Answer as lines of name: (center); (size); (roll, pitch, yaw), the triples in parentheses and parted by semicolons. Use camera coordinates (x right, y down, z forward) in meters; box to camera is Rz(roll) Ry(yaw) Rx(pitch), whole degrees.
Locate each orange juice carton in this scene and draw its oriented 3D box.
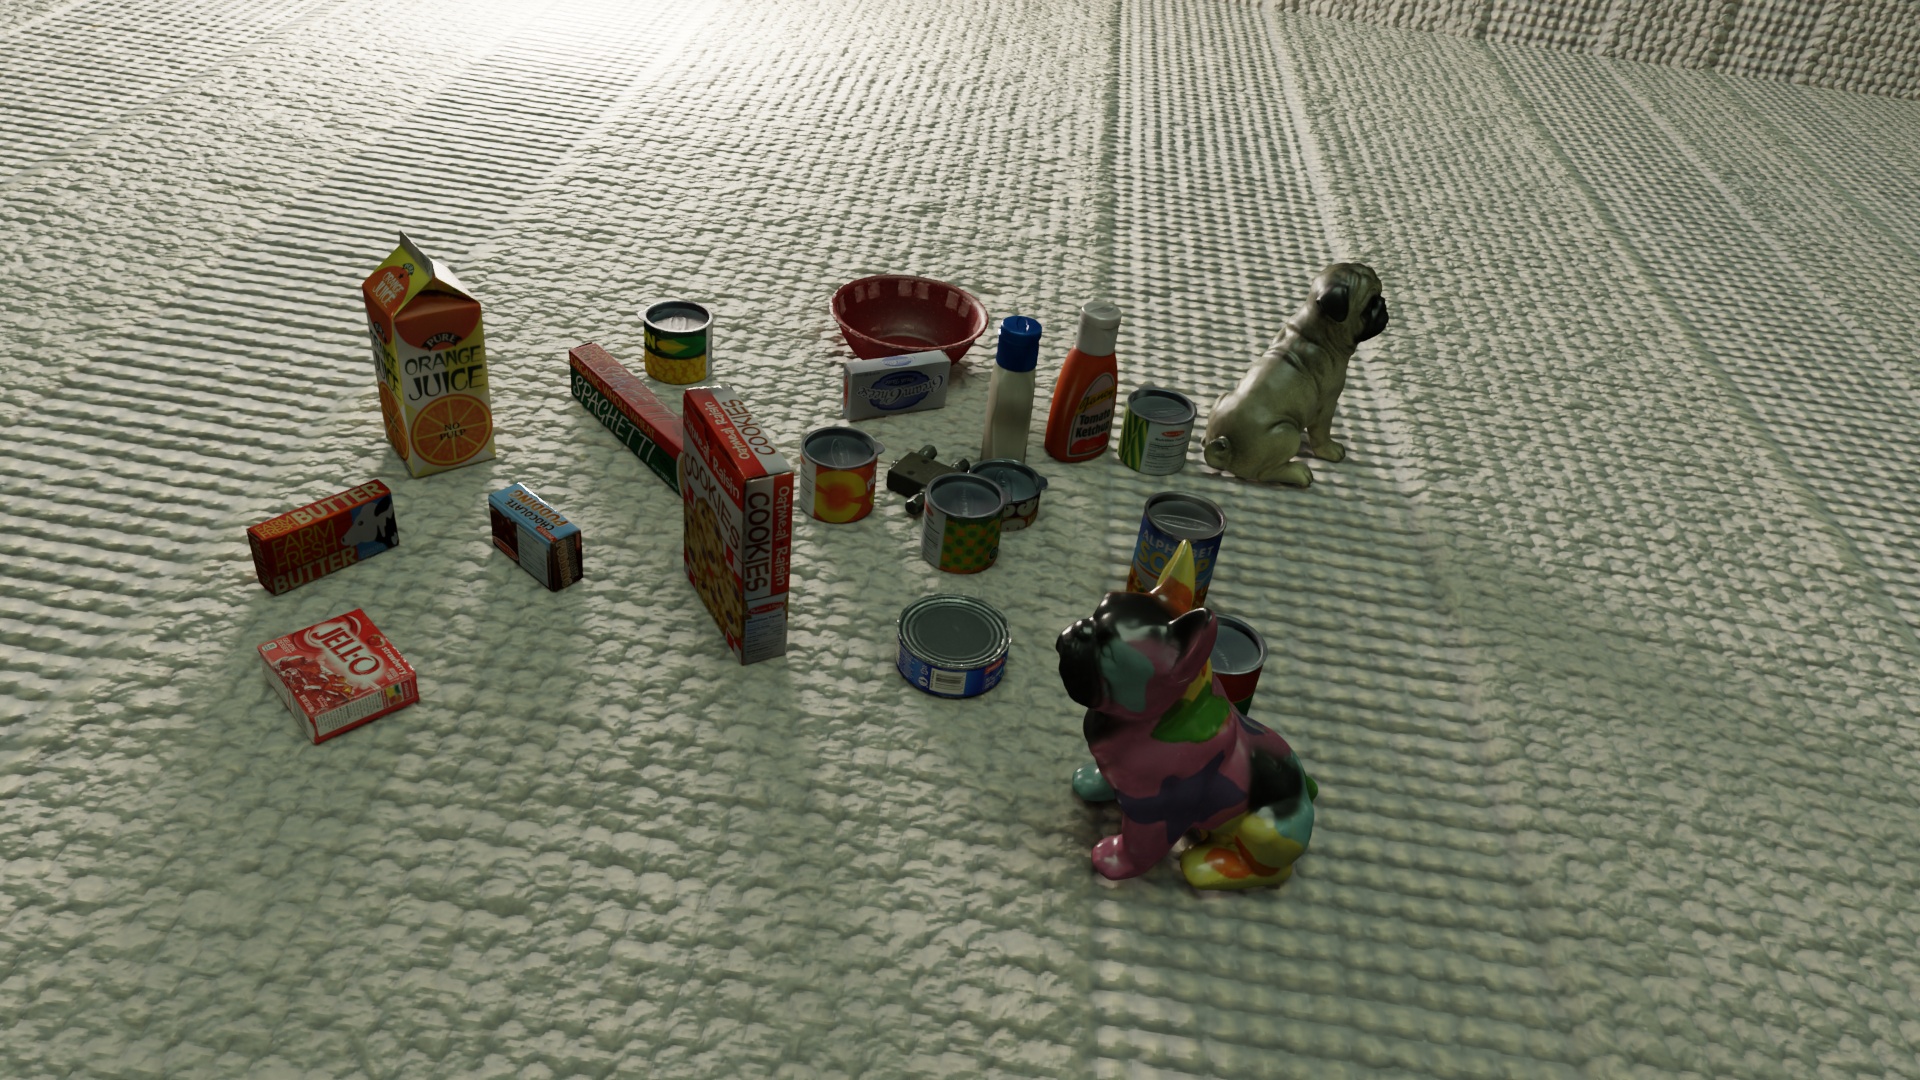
orange juice carton: (-0.438, -0.155, 1.144); (0.073, 0.191, 0.072); (-19, 44, -32)

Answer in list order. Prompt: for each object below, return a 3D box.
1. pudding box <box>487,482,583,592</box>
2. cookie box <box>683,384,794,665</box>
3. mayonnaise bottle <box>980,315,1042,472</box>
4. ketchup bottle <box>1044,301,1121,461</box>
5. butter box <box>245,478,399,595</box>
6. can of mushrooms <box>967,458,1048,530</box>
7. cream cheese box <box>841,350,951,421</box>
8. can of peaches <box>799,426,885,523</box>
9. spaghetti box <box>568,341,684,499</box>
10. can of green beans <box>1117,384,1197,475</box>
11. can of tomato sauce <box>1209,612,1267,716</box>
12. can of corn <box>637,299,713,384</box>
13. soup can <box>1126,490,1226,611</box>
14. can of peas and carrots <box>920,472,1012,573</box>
pudding box: (-0.330, -0.003, 1.077); (0.084, 0.049, 0.030); (32, 42, 29)
cookie box: (-0.166, -0.012, 1.019); (0.040, 0.166, 0.123); (-13, 41, -27)
mayonnaise bottle: (0.045, -0.126, 1.232); (0.041, 0.147, 0.065); (4, 36, -6)
ketchup bottle: (0.116, -0.145, 1.272); (0.065, 0.148, 0.044); (-17, 42, -30)
butter box: (-0.478, -0.003, 1.046); (0.024, 0.052, 0.104); (32, 42, 30)
can of mushrooms: (0.039, -0.040, 1.210); (0.071, 0.033, 0.071); (5, 36, -4)
cream cheese box: (-0.062, -0.148, 1.322); (0.104, 0.053, 0.024); (-11, 40, -25)
can of peaches: (-0.102, -0.056, 1.185); (0.071, 0.057, 0.071); (5, 36, -4)
spaghetti box: (-0.273, -0.099, 1.218); (0.029, 0.049, 0.251); (-22, 45, -35)
can of green beans: (0.184, -0.102, 1.302); (0.071, 0.057, 0.071); (5, 36, -4)
can of tomato sauce: (0.176, 0.104, 0.995); (0.071, 0.082, 0.071); (5, 36, -4)
can of corn: (-0.274, -0.191, 1.338); (0.071, 0.058, 0.071); (5, 36, -4)
soup can: (0.172, 0.014, 1.118); (0.071, 0.083, 0.072); (5, 36, -4)
can of peas and carrots: (0.004, -0.014, 1.147); (0.071, 0.058, 0.071); (5, 36, -4)
